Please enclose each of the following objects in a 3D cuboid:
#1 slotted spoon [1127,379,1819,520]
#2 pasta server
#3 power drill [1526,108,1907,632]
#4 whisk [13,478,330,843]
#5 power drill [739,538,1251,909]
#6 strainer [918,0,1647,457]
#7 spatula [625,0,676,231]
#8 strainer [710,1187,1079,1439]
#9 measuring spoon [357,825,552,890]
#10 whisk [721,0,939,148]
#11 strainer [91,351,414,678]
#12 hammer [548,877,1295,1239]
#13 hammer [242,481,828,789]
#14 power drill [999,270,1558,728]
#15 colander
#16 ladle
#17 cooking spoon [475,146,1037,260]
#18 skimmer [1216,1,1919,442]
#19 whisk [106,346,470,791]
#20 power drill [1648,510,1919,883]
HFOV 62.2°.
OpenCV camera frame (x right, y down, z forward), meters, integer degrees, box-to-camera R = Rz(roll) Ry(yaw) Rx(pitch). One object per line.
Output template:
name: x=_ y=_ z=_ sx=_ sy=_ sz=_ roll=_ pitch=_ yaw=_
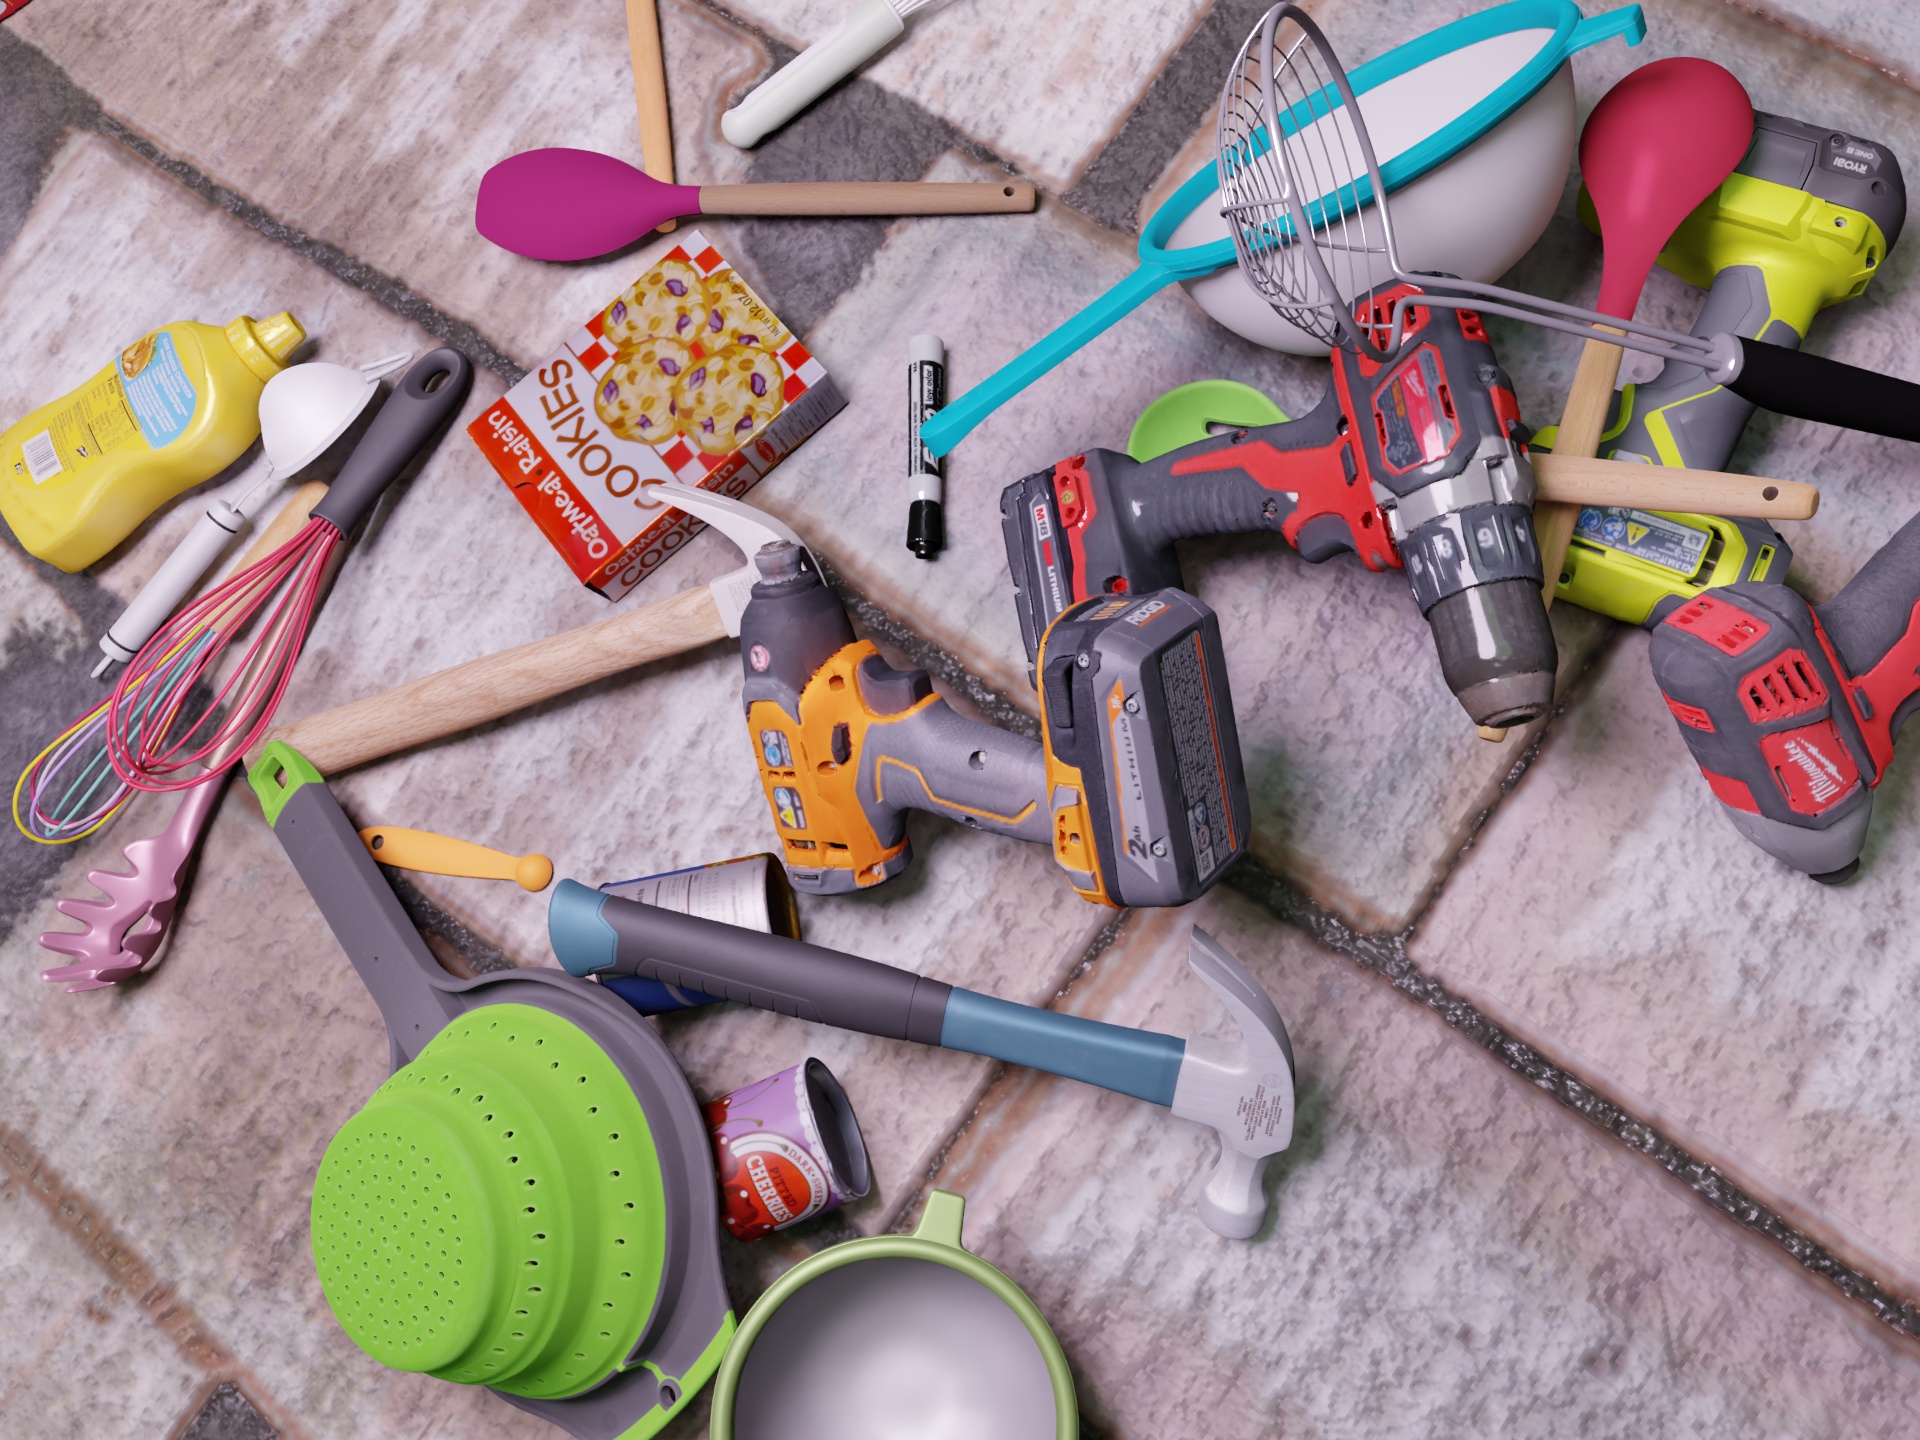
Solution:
slotted spoon: x=0.205 y=-0.109 z=0.694 sx=0.314 sy=0.031 sz=0.070 roll=15 pitch=88 yaw=43
pasta server: x=-0.397 y=0.000 z=0.861 sx=0.060 sy=0.040 sz=0.316 roll=18 pitch=78 yaw=28
power drill: x=0.310 y=-0.159 z=0.720 sx=0.171 sy=0.080 sz=0.223 roll=24 pitch=85 yaw=17
whisk: x=-0.427 y=-0.035 z=0.871 sx=0.047 sy=0.051 sz=0.245 roll=39 pitch=79 yaw=-19
power drill: x=-0.001 y=-0.002 z=0.683 sx=0.226 sy=0.084 sz=0.164 roll=0 pitch=111 yaw=36
strainer: x=0.143 y=-0.196 z=0.734 sx=0.340 sy=0.211 sz=0.095 roll=-35 pitch=113 yaw=2
spatula: x=-0.193 y=-0.433 z=0.931 sx=0.081 sy=0.041 sz=0.323 roll=-12 pitch=74 yaw=9
strainer: x=-0.073 y=0.316 z=0.672 sx=0.256 sy=0.069 sz=0.151 roll=-28 pitch=82 yaw=-2
measuring spoon: x=-0.266 y=0.070 z=0.824 sx=0.117 sy=0.011 sz=0.021 roll=9 pitch=77 yaw=15
whisk: x=-0.033 y=-0.400 z=0.883 sx=0.246 sy=0.059 sz=0.058 roll=-36 pitch=32 yaw=6
strainer: x=-0.408 y=-0.121 z=0.890 sx=0.258 sy=0.050 sz=0.087 roll=-49 pitch=36 yaw=4
hammer: x=-0.019 y=0.125 z=0.684 sx=0.331 sy=0.033 sz=0.128 roll=13 pitch=111 yaw=7
hammer: x=-0.224 y=-0.025 z=0.813 sx=0.331 sy=0.031 sz=0.130 roll=-17 pitch=102 yaw=14
power drill: x=0.137 y=-0.065 z=0.683 sx=0.226 sy=0.080 sz=0.188 roll=-21 pitch=71 yaw=34
colander: x=-0.261 y=0.157 z=0.724 sx=0.204 sy=0.094 sz=0.397 roll=-50 pitch=66 yaw=20
ladle: x=0.269 y=-0.142 z=0.680 sx=0.069 sy=0.031 sz=0.315 roll=15 pitch=87 yaw=29
cooking spoon: x=-0.117 y=-0.286 z=0.872 sx=0.319 sy=0.017 sz=0.069 roll=3 pitch=80 yaw=9
skimmer: x=0.257 y=-0.166 z=0.598 sx=0.363 sy=0.090 sz=0.127 roll=10 pitch=64 yaw=-14
whisk: x=-0.348 y=-0.089 z=0.845 sx=0.073 sy=0.073 sz=0.296 roll=21 pitch=66 yaw=18
power drill: x=0.397 y=-0.035 z=0.642 sx=0.219 sy=0.079 sz=0.143 roll=-36 pitch=114 yaw=3
